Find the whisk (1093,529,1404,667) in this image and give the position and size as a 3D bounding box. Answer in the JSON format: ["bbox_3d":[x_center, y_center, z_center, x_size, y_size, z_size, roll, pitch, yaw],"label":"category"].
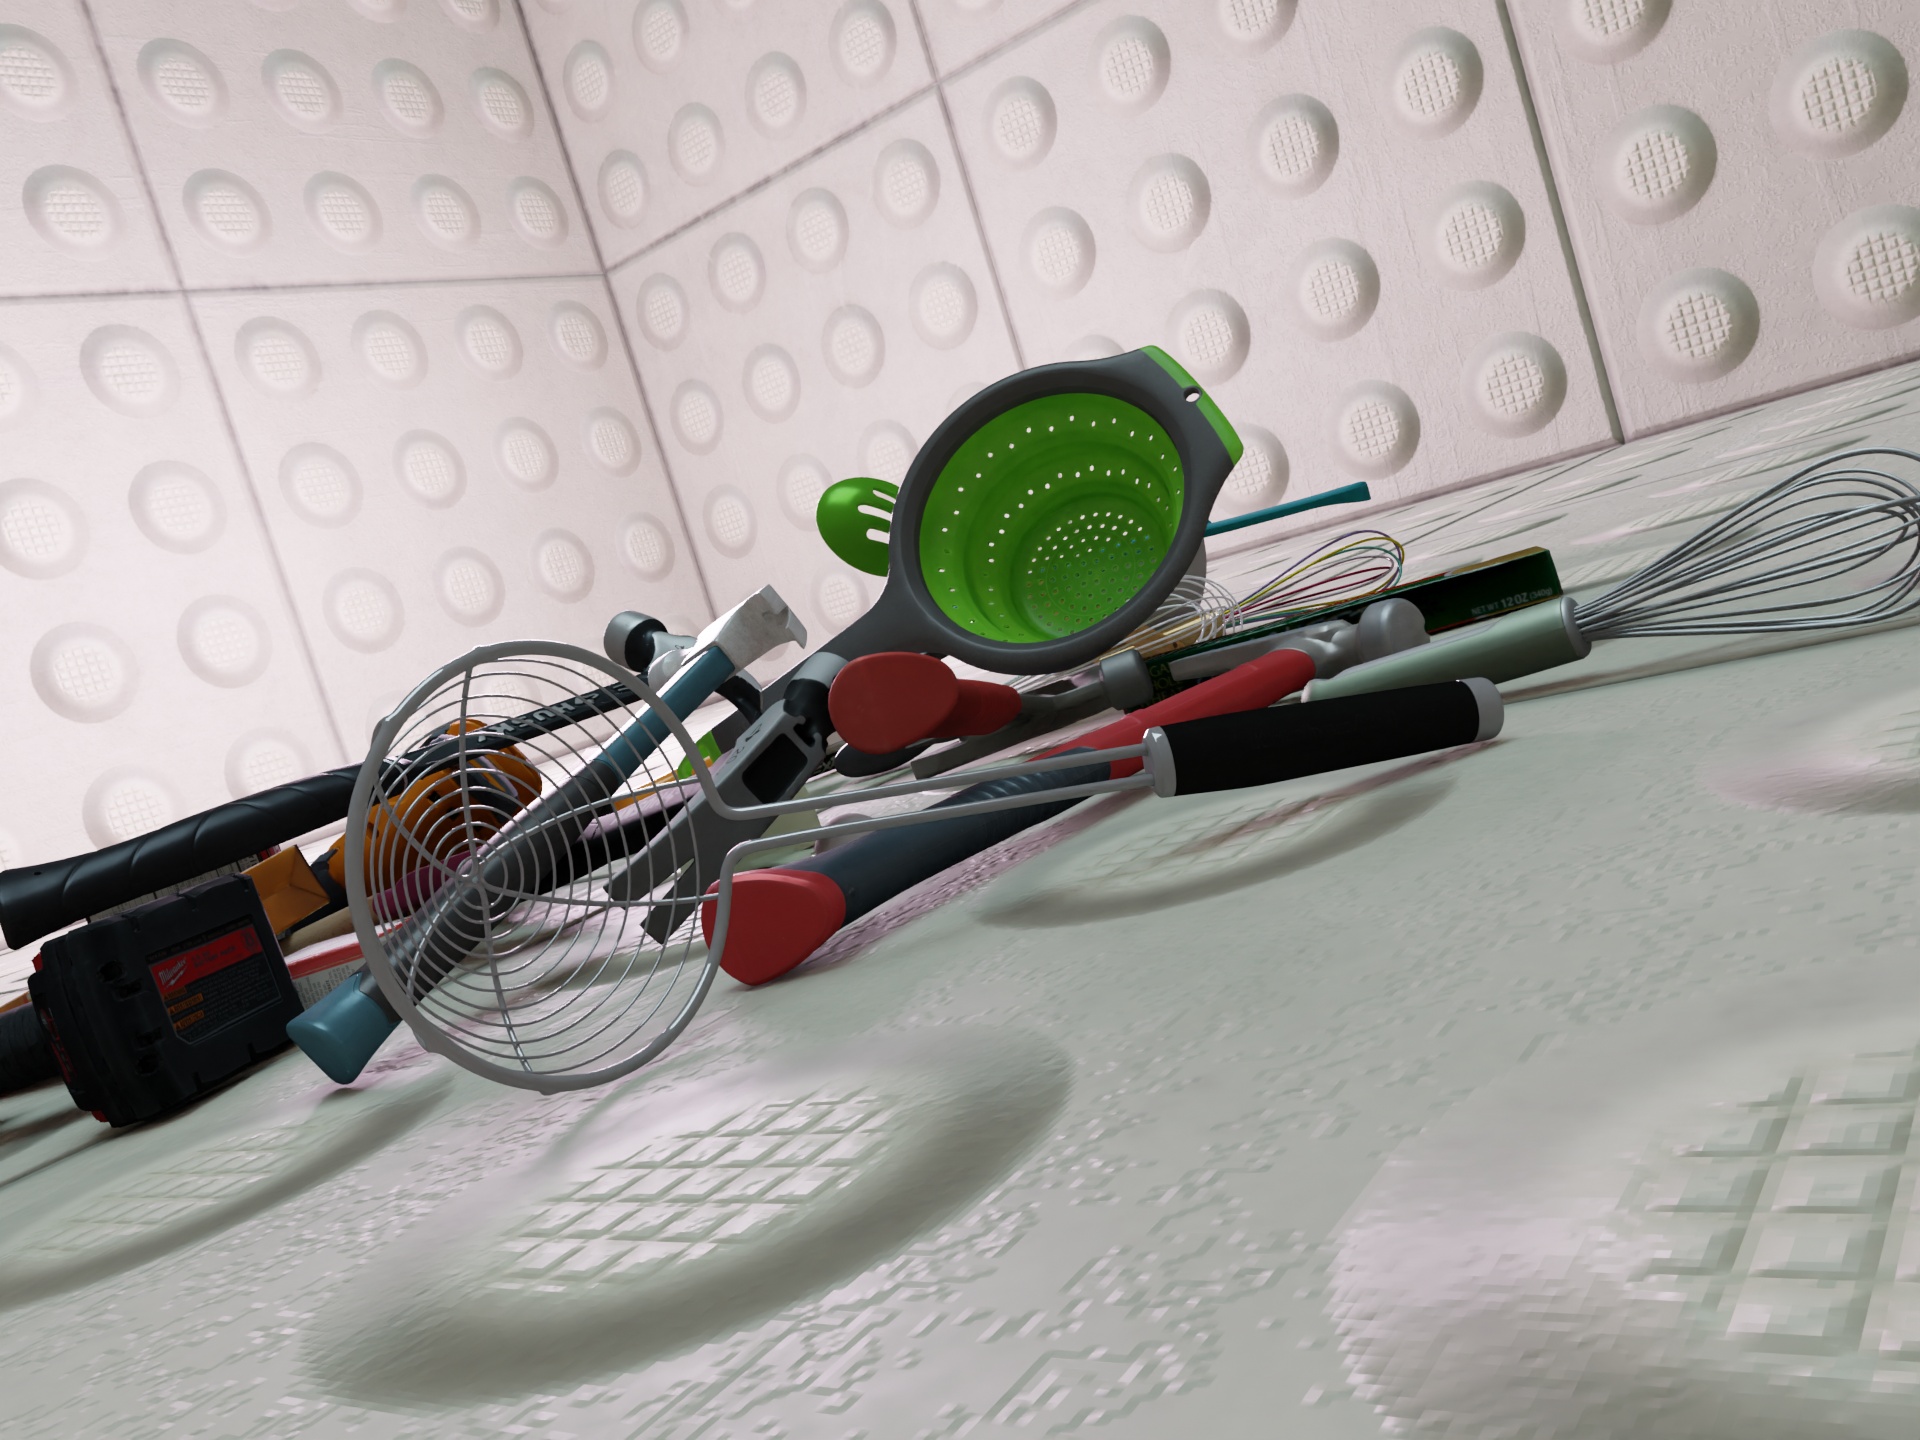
[{"bbox_3d":[0.218,-0.079,1.193,0.245,0.051,0.047,-21,-20,5],"label":"whisk"}]

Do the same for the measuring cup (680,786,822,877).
[{"bbox_3d":[-0.094,0.051,0.777,0.083,0.038,0.167,-19,4,-22],"label":"measuring cup"}]

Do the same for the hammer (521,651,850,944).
[{"bbox_3d":[-0.181,0.064,0.787,0.335,0.035,0.146,-21,26,49],"label":"hammer"}]

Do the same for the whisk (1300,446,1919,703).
[{"bbox_3d":[0.238,-0.038,0.596,0.246,0.059,0.057,-19,-9,36],"label":"whisk"}]

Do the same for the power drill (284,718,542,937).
[{"bbox_3d":[-0.342,0.077,0.990,0.164,0.084,0.226,-46,10,-3],"label":"power drill"}]

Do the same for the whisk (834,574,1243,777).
[{"bbox_3d":[0.050,-0.021,1.040,0.284,0.070,0.070,-22,5,0],"label":"whisk"}]

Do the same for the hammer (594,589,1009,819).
[{"bbox_3d":[-0.111,0.001,1.148,0.337,0.034,0.127,-27,-10,-6],"label":"hammer"}]

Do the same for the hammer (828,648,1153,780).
[{"bbox_3d":[-0.001,-0.002,0.753,0.149,0.037,0.359,-20,-4,13],"label":"hammer"}]

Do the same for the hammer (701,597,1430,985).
[{"bbox_3d":[0.043,0.021,0.660,0.143,0.038,0.386,-14,6,46],"label":"hammer"}]

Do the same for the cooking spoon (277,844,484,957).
[{"bbox_3d":[-0.314,0.104,0.821,0.319,0.017,0.068,-24,-2,27],"label":"cooking spoon"}]

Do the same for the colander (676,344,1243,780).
[{"bbox_3d":[0.000,-0.063,0.991,0.397,0.205,0.094,-36,-31,7],"label":"colander"}]

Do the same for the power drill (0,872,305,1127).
[{"bbox_3d":[-0.403,0.142,0.657,0.219,0.078,0.143,-20,3,10],"label":"power drill"}]

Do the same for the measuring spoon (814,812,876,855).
[{"bbox_3d":[-0.057,0.058,0.654,0.034,0.018,0.124,5,13,13],"label":"measuring spoon"}]

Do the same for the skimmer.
[{"bbox_3d":[0.012,0.020,0.478,0.363,0.127,0.090,-9,-5,-12],"label":"skimmer"}]

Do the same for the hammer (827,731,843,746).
[{"bbox_3d":[-0.284,0.075,1.196,0.405,0.035,0.144,-20,6,-28],"label":"hammer"}]

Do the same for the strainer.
[{"bbox_3d":[0.166,-0.101,1.250,0.340,0.095,0.211,-13,7,31],"label":"strainer"}]

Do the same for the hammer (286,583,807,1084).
[{"bbox_3d":[-0.165,0.035,0.681,0.128,0.033,0.331,-30,15,37],"label":"hammer"}]

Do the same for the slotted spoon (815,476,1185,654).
[{"bbox_3d":[0.040,-0.094,1.093,0.313,0.070,0.031,19,-26,-33],"label":"slotted spoon"}]

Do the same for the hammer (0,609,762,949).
[{"bbox_3d":[-0.280,0.026,0.825,0.149,0.036,0.409,22,32,36],"label":"hammer"}]
